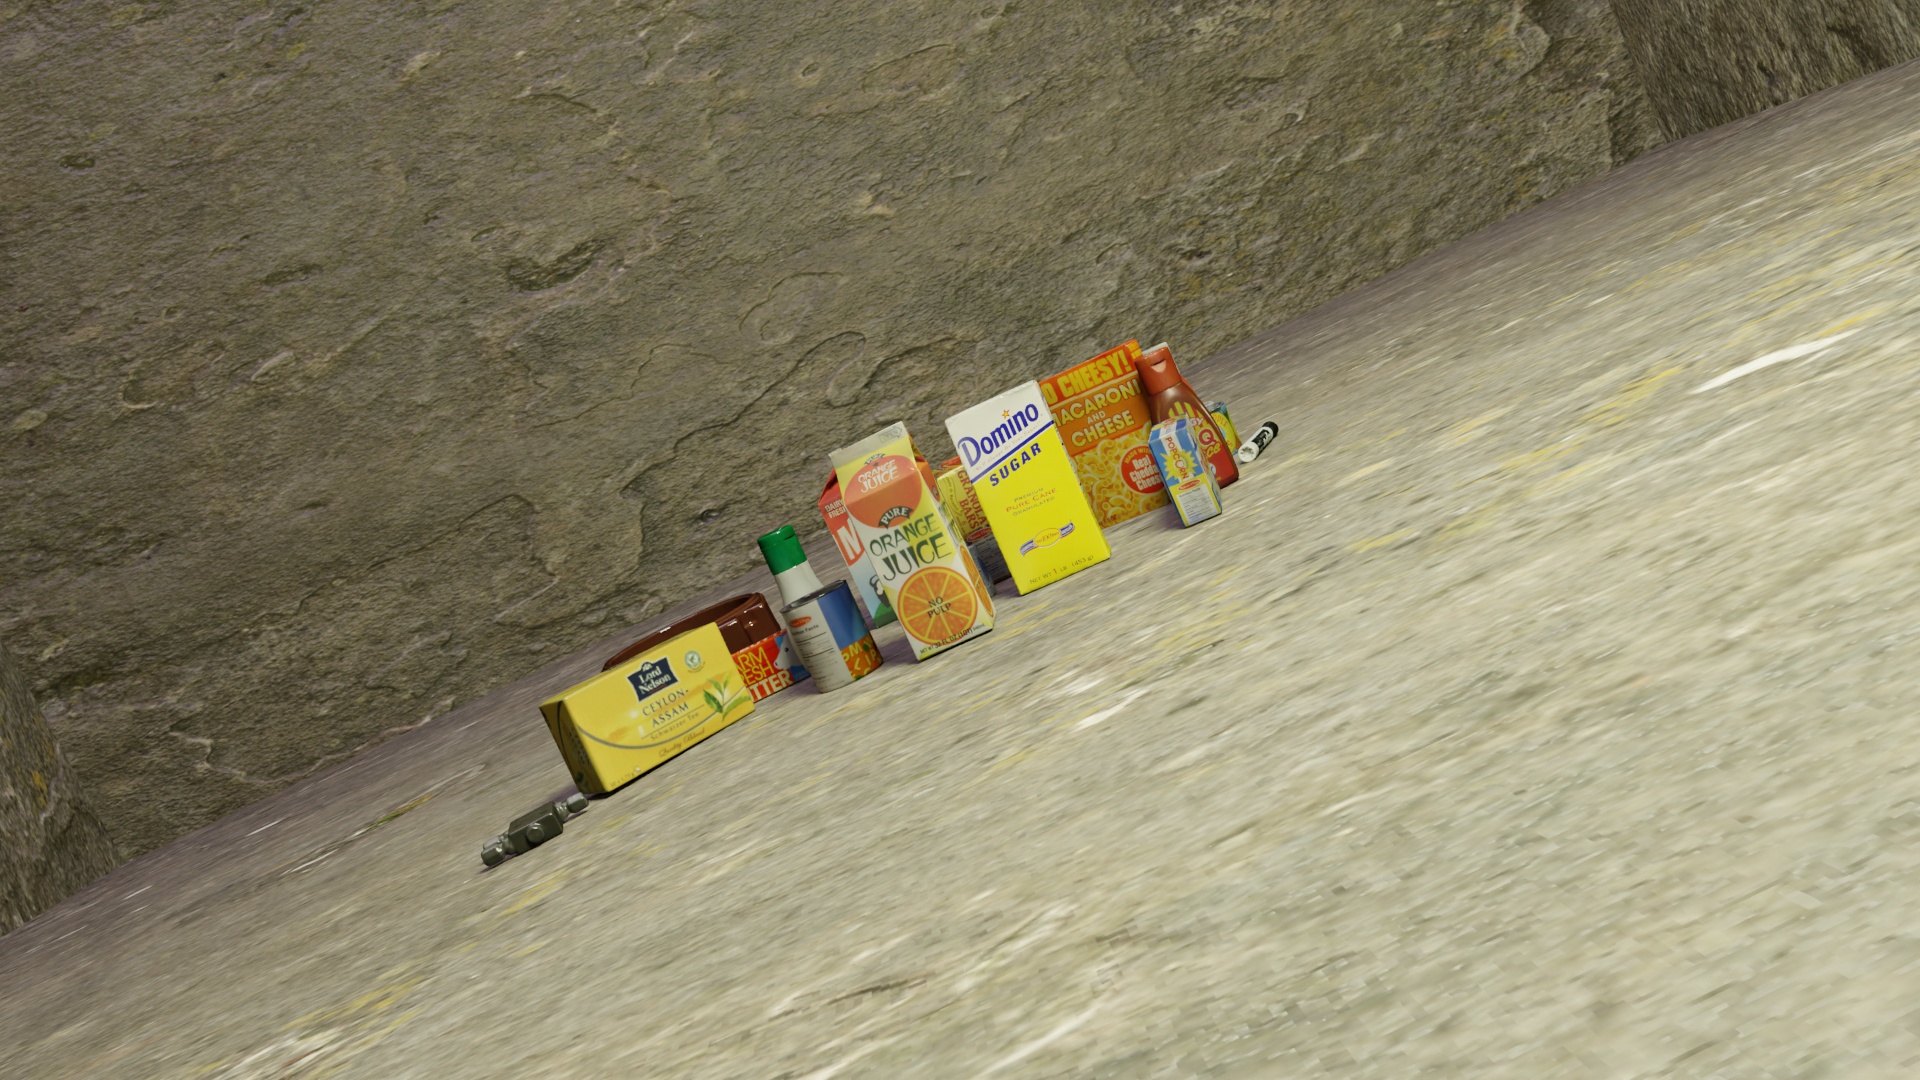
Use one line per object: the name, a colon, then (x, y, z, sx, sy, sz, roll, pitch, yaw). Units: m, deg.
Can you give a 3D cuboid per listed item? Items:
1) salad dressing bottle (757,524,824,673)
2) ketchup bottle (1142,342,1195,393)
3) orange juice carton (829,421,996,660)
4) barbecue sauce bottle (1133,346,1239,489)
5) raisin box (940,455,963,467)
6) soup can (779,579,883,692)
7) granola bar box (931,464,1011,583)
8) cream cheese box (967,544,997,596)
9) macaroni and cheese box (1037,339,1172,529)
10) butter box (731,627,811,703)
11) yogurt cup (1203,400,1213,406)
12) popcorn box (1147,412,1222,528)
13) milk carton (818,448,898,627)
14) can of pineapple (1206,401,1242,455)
salad dressing bottle: (-0.146, 0.058, 1.320, 0.044, 0.147, 0.064, -20, 7, 40)
ketchup bottle: (0.229, -0.134, 1.461, 0.044, 0.148, 0.064, -27, 6, -22)
orange juice carton: (-0.041, -0.001, 1.199, 0.072, 0.192, 0.073, -24, 6, 7)
barbecue sauce bottle: (0.216, -0.115, 1.359, 0.065, 0.148, 0.044, -25, 6, -1)
raisin box: (0.040, -0.053, 1.640, 0.086, 0.123, 0.040, -25, 6, 2)
soup can: (-0.115, 0.086, 1.262, 0.071, 0.083, 0.071, -25, 6, 3)
granola bar box: (0.005, -0.019, 1.483, 0.039, 0.124, 0.165, -26, 6, -7)
cream cheese box: (-0.015, 0.043, 1.374, 0.103, 0.053, 0.024, -20, 8, 42)
macaroni and cheese box: (0.157, -0.106, 1.429, 0.123, 0.166, 0.040, -22, 6, 28)
butter box: (-0.189, 0.124, 1.376, 0.103, 0.053, 0.024, -26, 6, -6)
yogurt cup: (0.283, -0.131, 1.670, 0.072, 0.054, 0.072, -25, 6, 3)
popcorn box: (0.207, -0.067, 1.277, 0.038, 0.085, 0.127, -24, 6, 13)
milk carton: (-0.094, -0.011, 1.495, 0.073, 0.190, 0.072, -24, 6, 7)
can of pineapple: (0.277, -0.117, 1.558, 0.071, 0.058, 0.071, -25, 6, 3)
